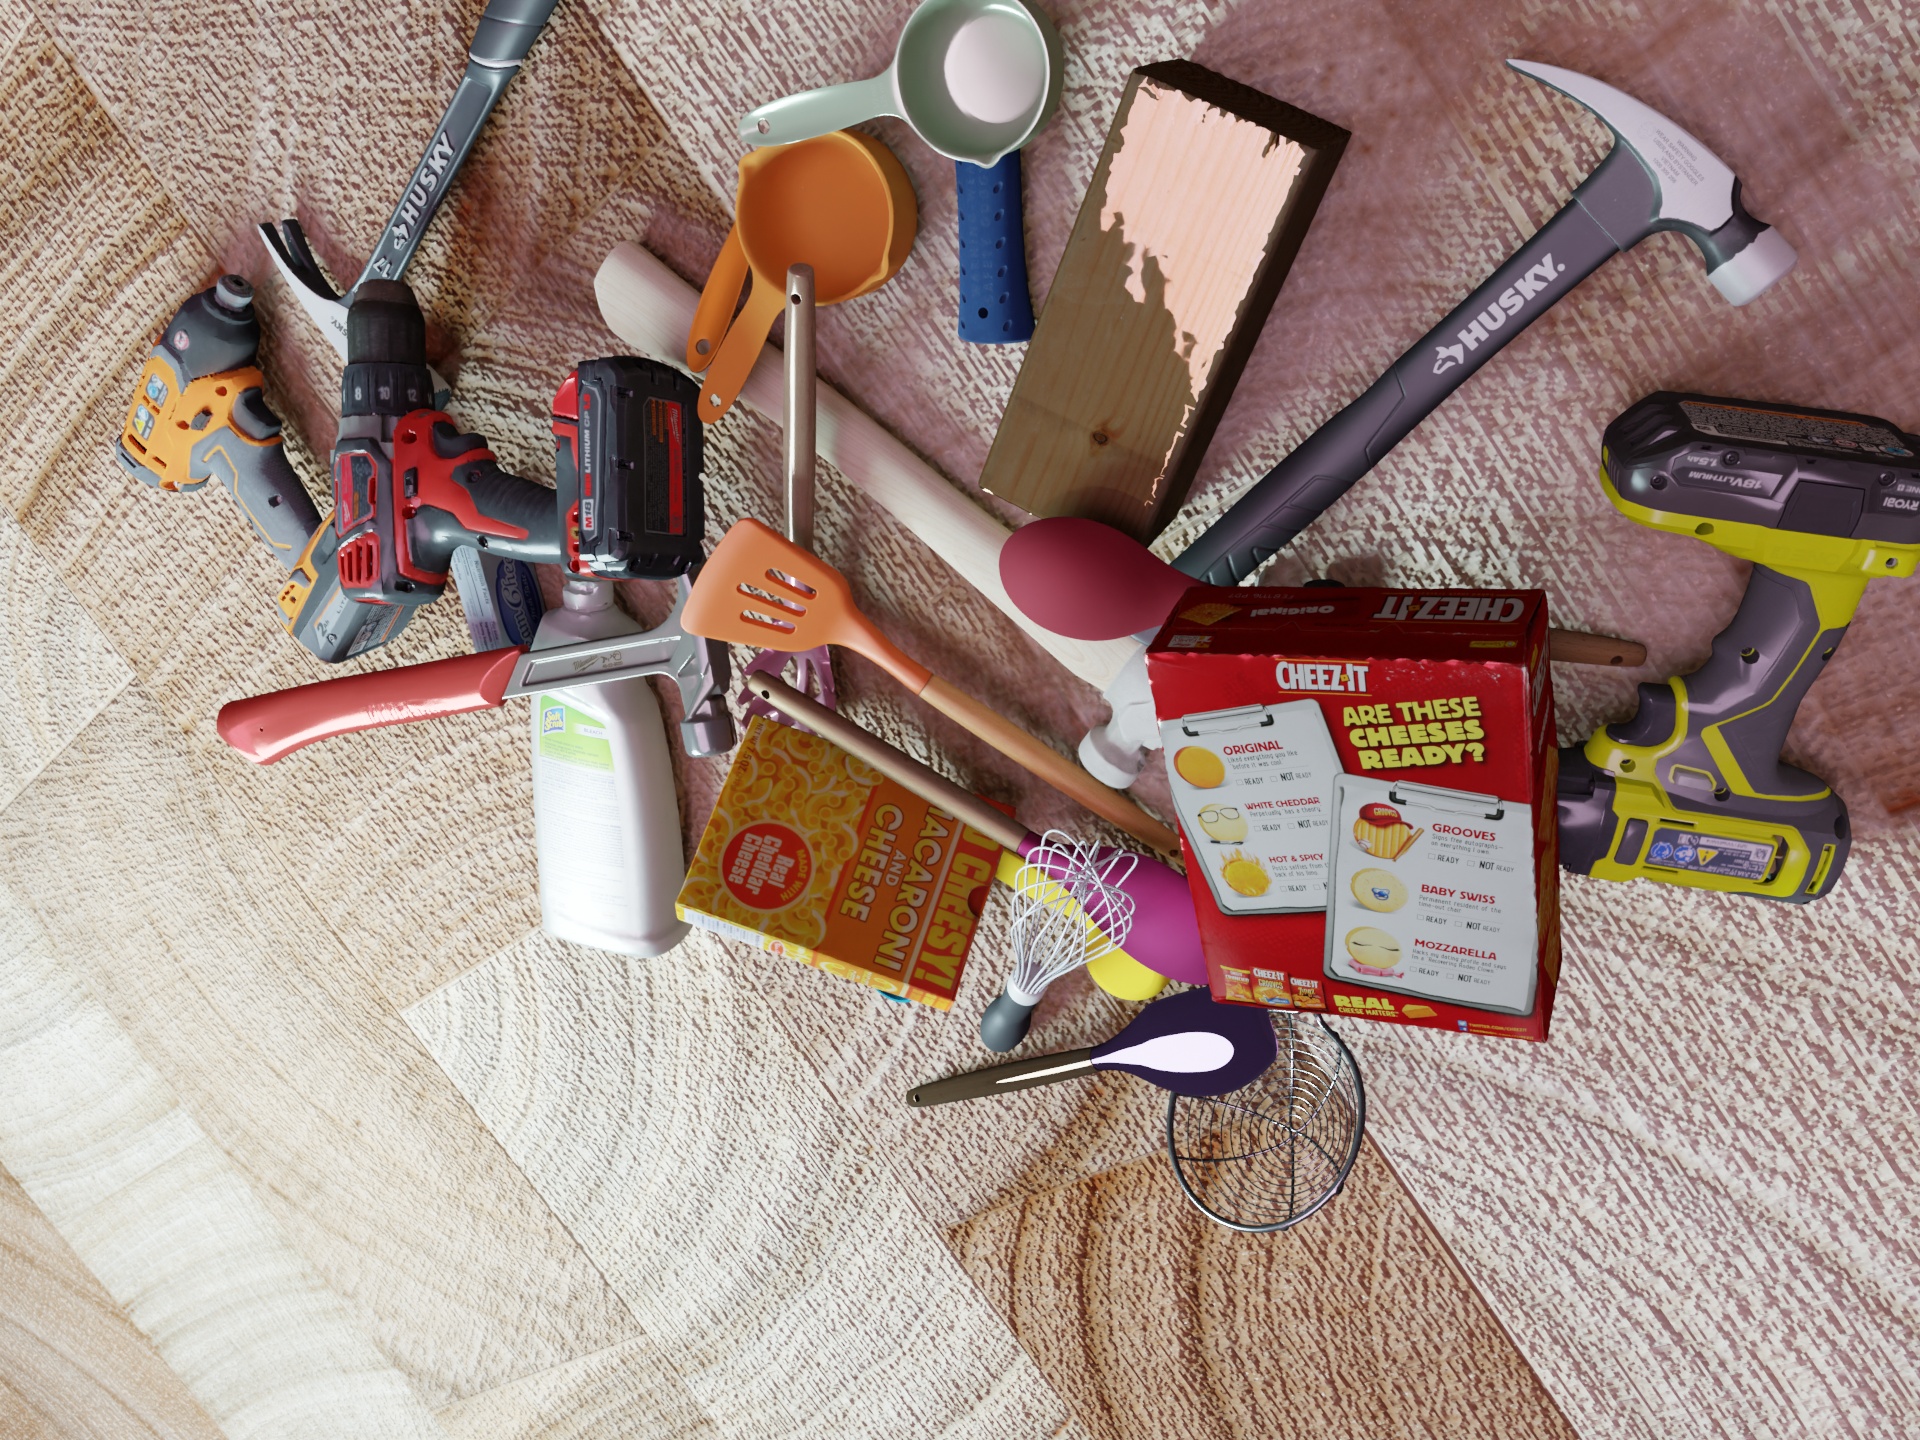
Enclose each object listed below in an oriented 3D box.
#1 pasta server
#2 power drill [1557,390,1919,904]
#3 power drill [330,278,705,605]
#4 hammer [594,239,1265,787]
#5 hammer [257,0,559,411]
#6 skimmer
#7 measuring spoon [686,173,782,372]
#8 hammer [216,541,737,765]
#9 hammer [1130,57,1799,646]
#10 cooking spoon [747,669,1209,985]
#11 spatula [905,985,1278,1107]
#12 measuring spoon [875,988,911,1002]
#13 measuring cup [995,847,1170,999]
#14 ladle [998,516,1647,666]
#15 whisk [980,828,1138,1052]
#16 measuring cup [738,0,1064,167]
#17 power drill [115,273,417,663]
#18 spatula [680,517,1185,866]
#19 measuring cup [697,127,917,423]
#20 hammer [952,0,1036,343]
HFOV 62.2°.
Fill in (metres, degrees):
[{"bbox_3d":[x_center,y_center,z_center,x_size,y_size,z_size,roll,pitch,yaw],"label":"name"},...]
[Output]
[{"bbox_3d":[-0.091,-0.103,0.878,0.060,0.040,0.316,13,134,7],"label":"pasta server"},{"bbox_3d":[0.332,-0.026,0.720,0.171,0.080,0.223,9,119,7],"label":"power drill"},{"bbox_3d":[-0.260,-0.159,0.894,0.227,0.080,0.188,1,93,24],"label":"power drill"},{"bbox_3d":[-0.029,-0.139,0.874,0.410,0.038,0.146,38,122,5],"label":"hammer"},{"bbox_3d":[-0.270,-0.356,0.885,0.149,0.036,0.409,45,123,1],"label":"hammer"},{"bbox_3d":[0.170,0.106,0.863,0.127,0.090,0.363,24,124,47],"label":"skimmer"},{"bbox_3d":[-0.123,-0.243,0.861,0.021,0.011,0.117,25,101,10],"label":"measuring spoon"},{"bbox_3d":[-0.310,-0.031,0.982,0.359,0.037,0.149,-8,99,19],"label":"hammer"},{"bbox_3d":[0.195,-0.148,0.742,0.146,0.035,0.334,47,117,-1],"label":"hammer"},{"bbox_3d":[0.013,0.055,0.898,0.319,0.017,0.068,31,126,10],"label":"cooking spoon"},{"bbox_3d":[0.067,0.211,0.962,0.316,0.018,0.060,-25,78,46],"label":"spatula"},{"bbox_3d":[-0.078,0.146,1.047,0.129,0.021,0.042,21,134,25],"label":"measuring spoon"},{"bbox_3d":[0.059,0.115,0.955,0.156,0.029,0.062,30,123,7],"label":"measuring cup"},{"bbox_3d":[0.174,-0.050,0.764,0.315,0.031,0.069,7,132,-2],"label":"ladle"},{"bbox_3d":[0.046,0.138,0.905,0.070,0.070,0.284,32,151,8],"label":"whisk"},{"bbox_3d":[-0.029,-0.298,0.755,0.167,0.038,0.083,-2,112,28],"label":"measuring cup"},{"bbox_3d":[-0.439,-0.166,1.029,0.226,0.084,0.164,45,123,5],"label":"power drill"},{"bbox_3d":[-0.001,-0.003,0.891,0.322,0.041,0.081,33,117,-5],"label":"spatula"},{"bbox_3d":[-0.087,-0.231,0.840,0.095,0.052,0.173,38,119,4],"label":"measuring cup"},{"bbox_3d":[0.004,-0.383,0.742,0.144,0.035,0.405,7,116,22],"label":"hammer"}]
